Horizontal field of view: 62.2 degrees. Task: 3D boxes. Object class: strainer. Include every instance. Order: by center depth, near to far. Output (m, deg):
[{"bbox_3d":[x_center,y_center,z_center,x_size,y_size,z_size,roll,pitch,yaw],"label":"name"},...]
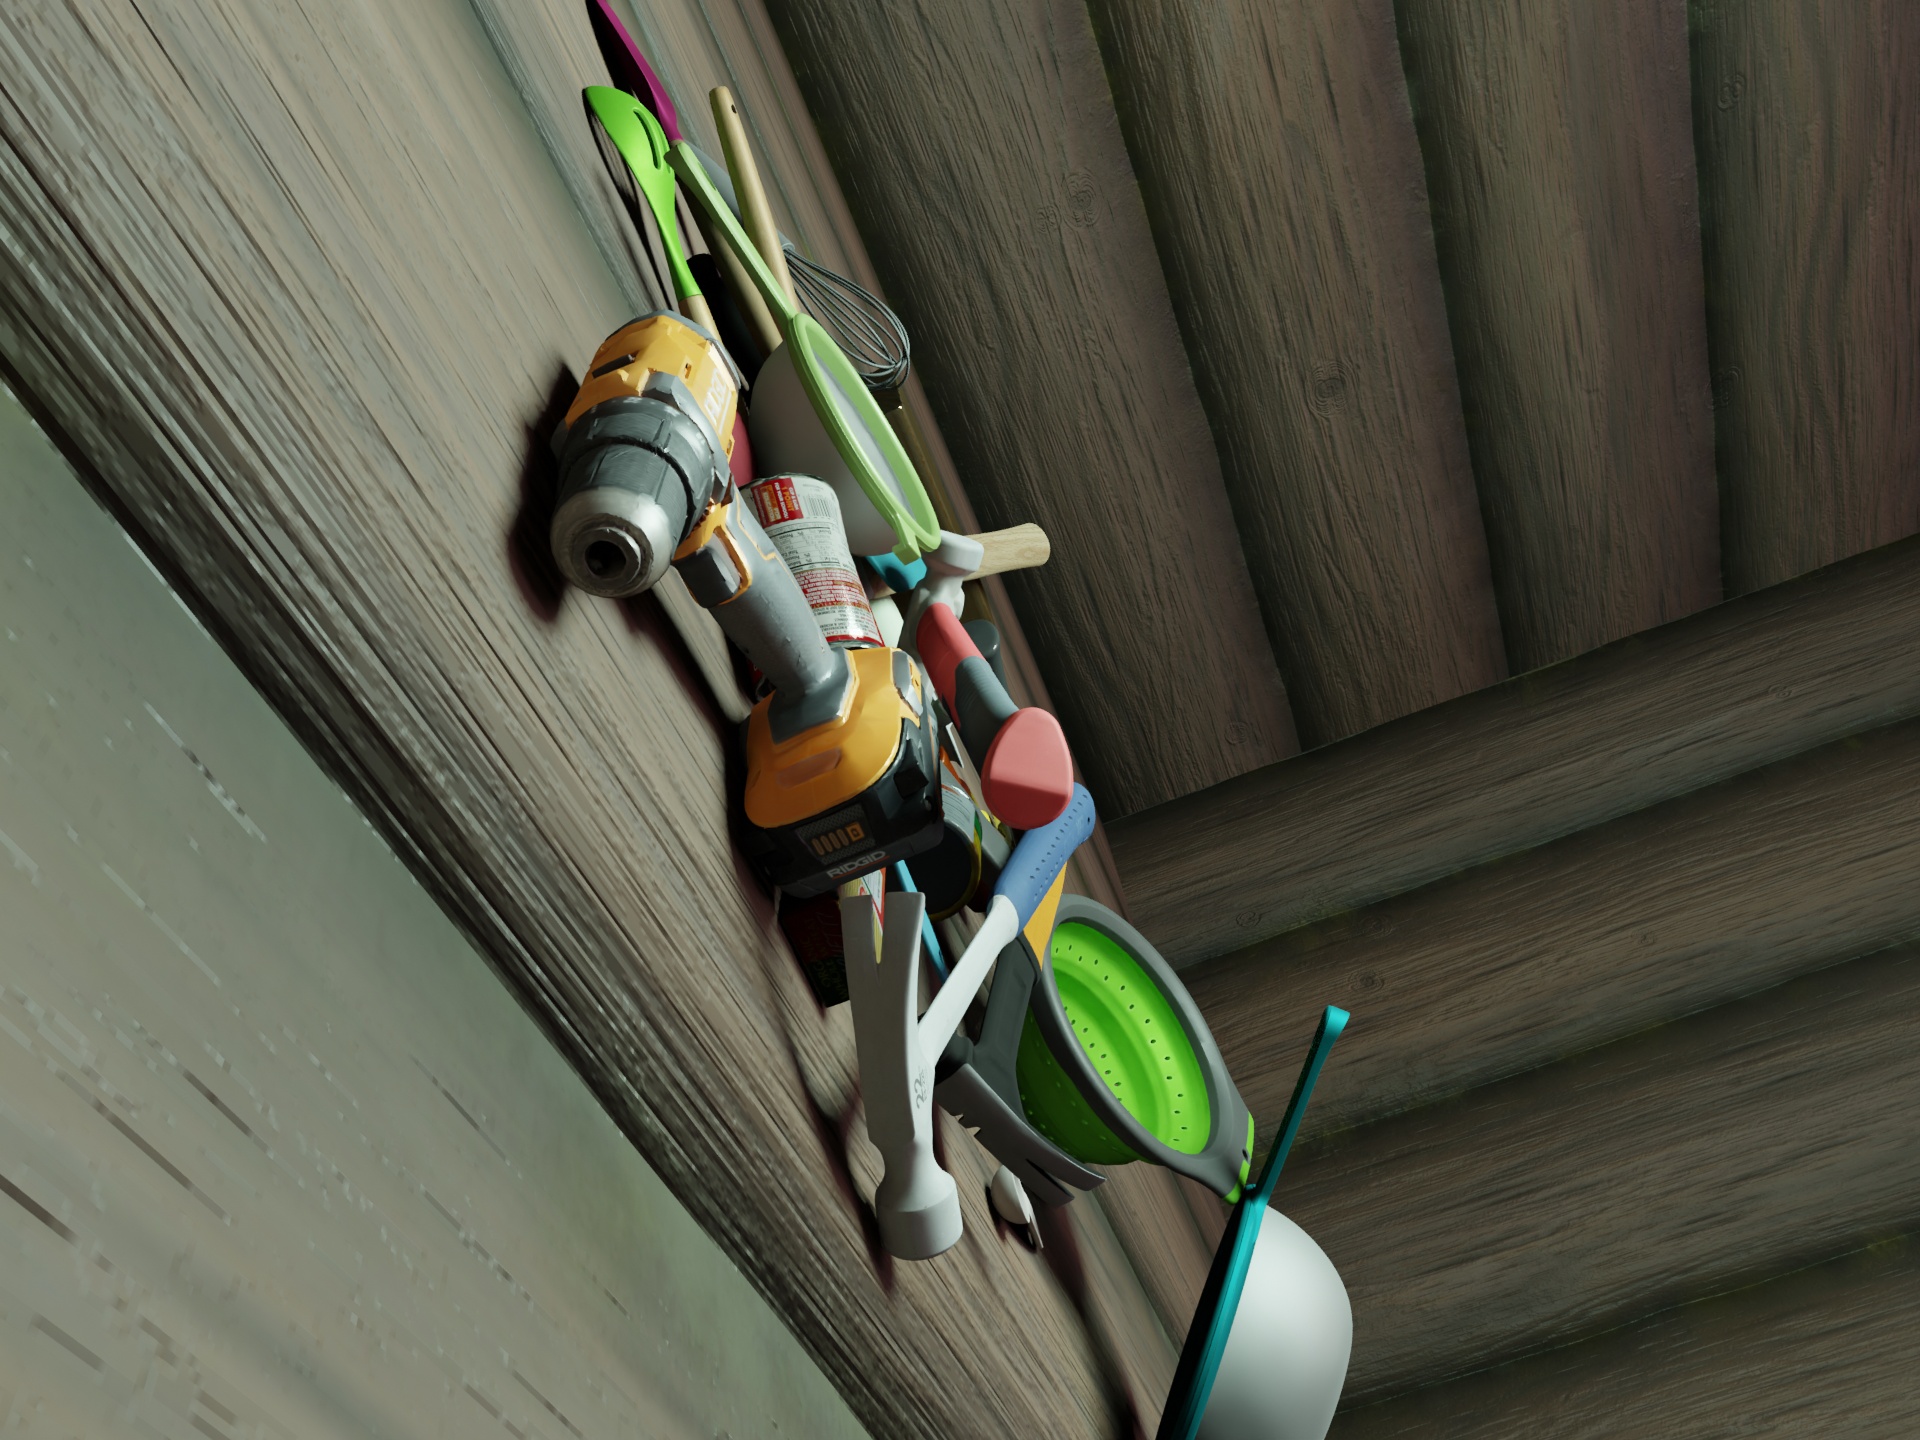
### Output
[{"bbox_3d":[-0.105,-0.189,0.881,0.256,0.069,0.151,56,11,-13],"label":"strainer"},{"bbox_3d":[0.211,0.350,0.996,0.211,0.095,0.340,-9,119,-77],"label":"strainer"},{"bbox_3d":[-0.017,-0.005,1.097,0.258,0.050,0.087,150,-83,-83],"label":"strainer"}]

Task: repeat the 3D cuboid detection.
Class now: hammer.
[{"bbox_3d":[0.019,0.098,0.802,0.405,0.035,0.144,-44,128,-71],"label":"hammer"},{"bbox_3d":[-0.001,-0.003,0.808,0.386,0.038,0.143,-116,-139,-74],"label":"hammer"},{"bbox_3d":[0.043,0.132,0.936,0.127,0.034,0.337,46,24,-13],"label":"hammer"},{"bbox_3d":[-0.017,-0.113,1.126,0.331,0.031,0.130,-22,91,-61],"label":"hammer"},{"bbox_3d":[0.036,0.042,1.143,0.334,0.035,0.146,74,-3,-55],"label":"hammer"}]

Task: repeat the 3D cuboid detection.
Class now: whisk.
[{"bbox_3d":[-0.118,-0.302,1.039,0.239,0.055,0.055,47,1,12],"label":"whisk"}]

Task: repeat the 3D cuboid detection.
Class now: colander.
[{"bbox_3d":[0.034,0.160,1.044,0.397,0.094,0.204,51,23,-3],"label":"colander"}]

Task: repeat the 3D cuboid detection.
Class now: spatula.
[{"bbox_3d":[-0.090,-0.230,0.977,0.082,0.044,0.317,-43,118,-64],"label":"spatula"}]

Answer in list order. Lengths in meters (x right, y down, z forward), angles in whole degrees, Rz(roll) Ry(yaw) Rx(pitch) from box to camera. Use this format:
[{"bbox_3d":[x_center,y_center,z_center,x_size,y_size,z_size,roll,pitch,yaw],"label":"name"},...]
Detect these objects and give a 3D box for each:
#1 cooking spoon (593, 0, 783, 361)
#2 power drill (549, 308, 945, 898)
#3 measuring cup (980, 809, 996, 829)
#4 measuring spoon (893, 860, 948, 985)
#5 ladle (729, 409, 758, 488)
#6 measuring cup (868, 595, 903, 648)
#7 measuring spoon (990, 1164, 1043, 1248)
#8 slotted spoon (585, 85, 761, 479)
[{"bbox_3d":[-0.169,-0.336,0.986,0.319,0.017,0.068,64,9,20],"label":"cooking spoon"},{"bbox_3d":[-0.085,-0.036,0.631,0.185,0.084,0.226,-95,160,-60],"label":"power drill"},{"bbox_3d":[0.003,0.067,1.268,0.062,0.029,0.156,-104,174,-47],"label":"measuring cup"},{"bbox_3d":[-0.022,0.071,0.799,0.042,0.021,0.128,-32,102,-84],"label":"measuring spoon"},{"bbox_3d":[-0.089,-0.053,0.890,0.069,0.031,0.315,-104,173,-60],"label":"ladle"},{"bbox_3d":[-0.051,-0.056,1.156,0.167,0.038,0.083,5,65,-81],"label":"measuring cup"},{"bbox_3d":[0.033,0.288,0.924,0.124,0.018,0.034,73,1,-57],"label":"measuring spoon"},{"bbox_3d":[-0.146,-0.218,0.916,0.070,0.031,0.314,-38,109,-78],"label":"slotted spoon"}]
